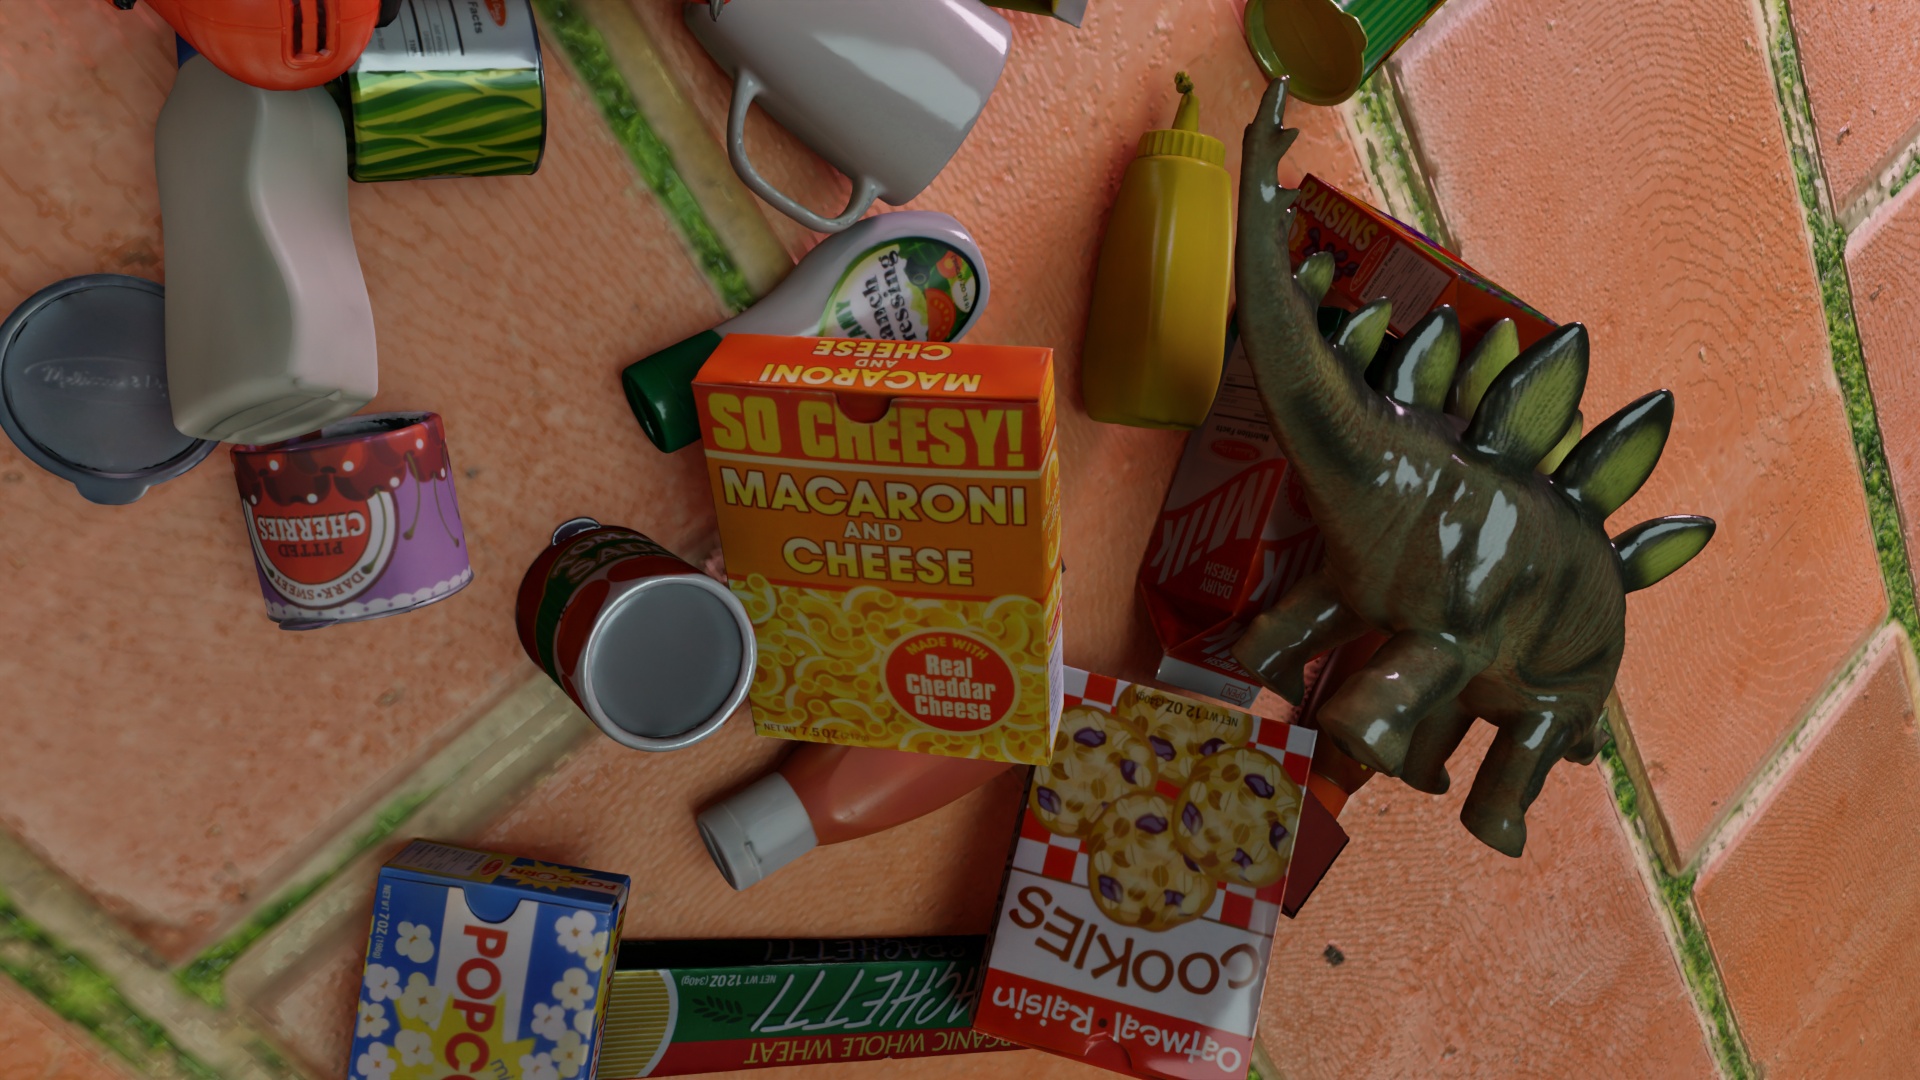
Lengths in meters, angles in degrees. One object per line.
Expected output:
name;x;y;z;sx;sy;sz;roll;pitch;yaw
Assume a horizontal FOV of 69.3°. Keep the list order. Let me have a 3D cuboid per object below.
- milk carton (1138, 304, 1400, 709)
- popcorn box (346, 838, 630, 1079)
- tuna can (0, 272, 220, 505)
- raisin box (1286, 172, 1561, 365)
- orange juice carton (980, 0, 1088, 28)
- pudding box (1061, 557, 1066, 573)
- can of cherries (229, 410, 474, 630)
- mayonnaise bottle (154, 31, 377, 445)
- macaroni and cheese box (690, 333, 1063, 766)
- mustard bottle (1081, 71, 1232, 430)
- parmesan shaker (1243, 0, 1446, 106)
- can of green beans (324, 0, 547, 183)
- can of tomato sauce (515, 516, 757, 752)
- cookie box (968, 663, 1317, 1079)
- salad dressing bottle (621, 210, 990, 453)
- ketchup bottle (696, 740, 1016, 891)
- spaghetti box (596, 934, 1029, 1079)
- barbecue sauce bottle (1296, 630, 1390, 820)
milk carton;0.151;-0.014;0.676;0.072;0.073;0.190;20;90;-34
popcorn box;-0.177;0.182;0.517;0.085;0.038;0.126;11;96;-2
tuna can;-0.266;-0.048;0.437;0.071;0.033;0.071;-7;104;-30
raisin box;0.215;-0.123;0.661;0.086;0.124;0.040;15;118;-32
orange juice carton;-0.019;-0.262;0.519;0.193;0.073;0.071;13;94;-33
pudding box;0.002;-0.007;0.580;0.030;0.084;0.049;-39;118;-19
can of cherries;-0.202;-0.008;0.462;0.072;0.071;0.058;-14;107;-28
mayonnaise bottle;-0.213;-0.107;0.421;0.041;0.064;0.148;10;67;-61
macaroni and cheese box;-0.025;0.007;0.523;0.040;0.124;0.165;-71;161;-53
mustard bottle;0.093;-0.130;0.623;0.049;0.065;0.160;7;93;-28
parmesan shaker;0.193;-0.261;0.650;0.103;0.071;0.071;-45;120;-16
can of green beans;-0.173;-0.151;0.453;0.058;0.071;0.071;-12;107;-28
can of tomato sauce;-0.121;0.033;0.514;0.071;0.083;0.071;-8;105;-30
cookie box;0.083;0.153;0.633;0.123;0.040;0.168;15;78;2
salad dressing bottle;-0.060;-0.082;0.550;0.148;0.044;0.064;-30;122;-21
ketchup bottle;-0.040;0.098;0.601;0.149;0.043;0.064;-27;106;-24
spaghetti box;-0.066;0.204;0.617;0.250;0.029;0.050;9;96;-32
barbecue sauce bottle;0.214;0.099;0.757;0.064;0.044;0.149;39;80;-33
